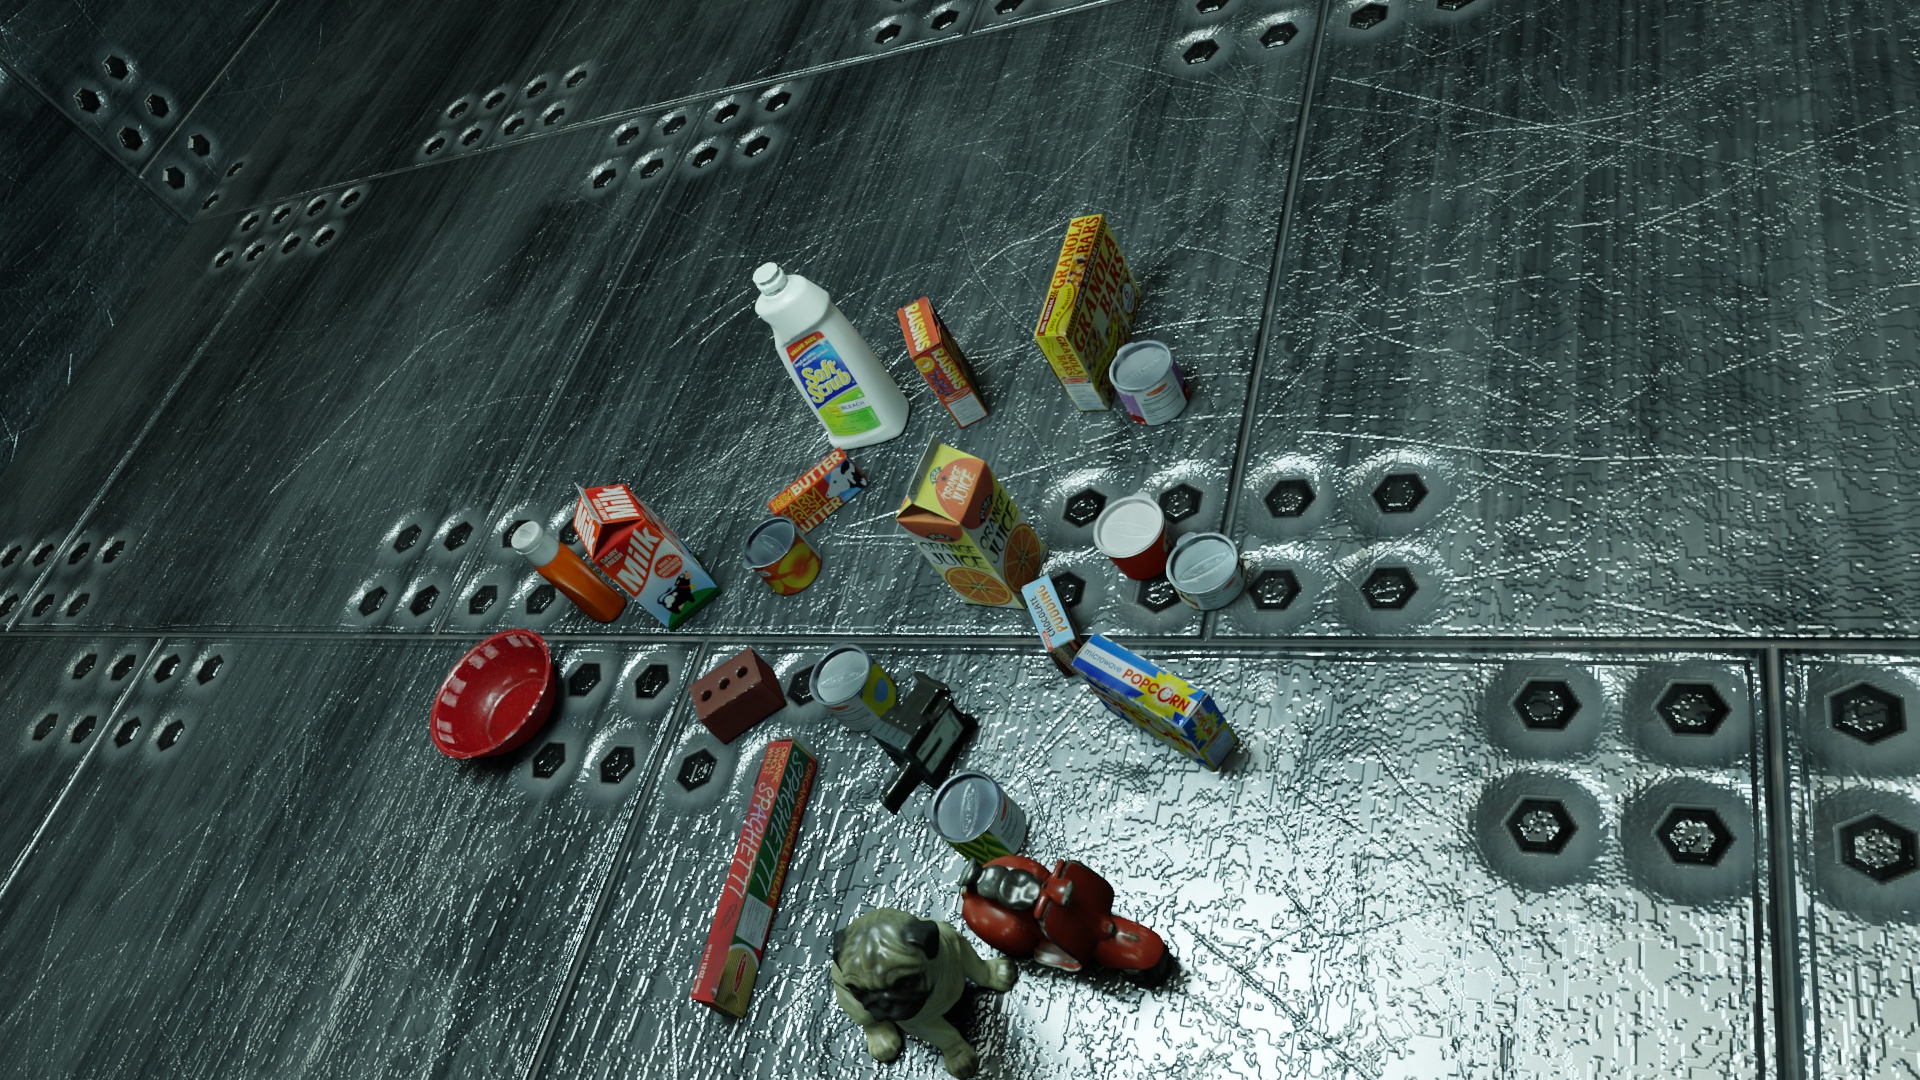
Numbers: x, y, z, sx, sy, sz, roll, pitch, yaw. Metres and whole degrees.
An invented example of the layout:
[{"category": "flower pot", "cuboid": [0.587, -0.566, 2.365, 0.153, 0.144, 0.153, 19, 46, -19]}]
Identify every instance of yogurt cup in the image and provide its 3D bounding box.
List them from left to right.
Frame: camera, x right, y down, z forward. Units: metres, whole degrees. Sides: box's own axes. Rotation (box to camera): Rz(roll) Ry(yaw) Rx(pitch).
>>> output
[{"category": "yogurt cup", "cuboid": [0.164, 0.000, 1.294, 0.072, 0.053, 0.073, -16, 49, 20]}]

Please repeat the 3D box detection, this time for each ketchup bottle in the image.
[{"category": "ketchup bottle", "cuboid": [-0.442, 0.035, 1.559, 0.065, 0.148, 0.044, 20, 68, 40]}]

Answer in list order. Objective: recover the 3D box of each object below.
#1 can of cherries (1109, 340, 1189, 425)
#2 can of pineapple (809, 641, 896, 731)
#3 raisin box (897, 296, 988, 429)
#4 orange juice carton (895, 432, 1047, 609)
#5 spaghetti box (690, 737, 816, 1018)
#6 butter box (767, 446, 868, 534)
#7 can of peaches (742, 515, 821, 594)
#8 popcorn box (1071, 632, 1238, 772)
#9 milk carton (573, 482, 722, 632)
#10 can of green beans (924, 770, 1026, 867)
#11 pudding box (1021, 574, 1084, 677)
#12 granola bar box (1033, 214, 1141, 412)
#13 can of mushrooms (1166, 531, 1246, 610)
[{"category": "can of cherries", "cuboid": [0.190, -0.160, 1.402, 0.071, 0.058, 0.072, -16, 49, 20]}, {"category": "can of pineapple", "cuboid": [-0.102, 0.141, 1.338, 0.071, 0.057, 0.071, -16, 49, 20]}, {"category": "raisin box", "cuboid": [-0.018, -0.192, 1.505, 0.040, 0.123, 0.086, -26, 46, 11]}, {"category": "orange juice carton", "cuboid": [0.005, -0.016, 1.304, 0.073, 0.192, 0.072, 4, 58, 33]}, {"category": "spaghetti box", "cuboid": [-0.184, 0.302, 1.264, 0.028, 0.050, 0.251, -5, 53, 28]}, {"category": "butter box", "cuboid": [-0.156, -0.051, 1.525, 0.103, 0.053, 0.024, -39, 45, -2]}, {"category": "can of peaches", "cuboid": [-0.192, 0.018, 1.488, 0.071, 0.058, 0.071, -16, 49, 20]}, {"category": "popcorn box", "cuboid": [0.162, 0.135, 1.167, 0.127, 0.085, 0.038, 28, 73, 42]}, {"category": "milk carton", "cuboid": [-0.347, 0.010, 1.493, 0.073, 0.190, 0.072, -40, 45, -2]}, {"category": "can of green beans", "cuboid": [0.016, 0.239, 1.190, 0.071, 0.057, 0.071, -16, 49, 20]}, {"category": "pudding box", "cuboid": [0.088, 0.078, 1.280, 0.030, 0.049, 0.084, -29, 46, 9]}, {"category": "granola bar box", "cuboid": [0.135, -0.236, 1.449, 0.039, 0.123, 0.166, -1, 55, 30]}, {"category": "can of mushrooms", "cuboid": [0.222, 0.026, 1.253, 0.071, 0.033, 0.071, -16, 49, 19]}]
